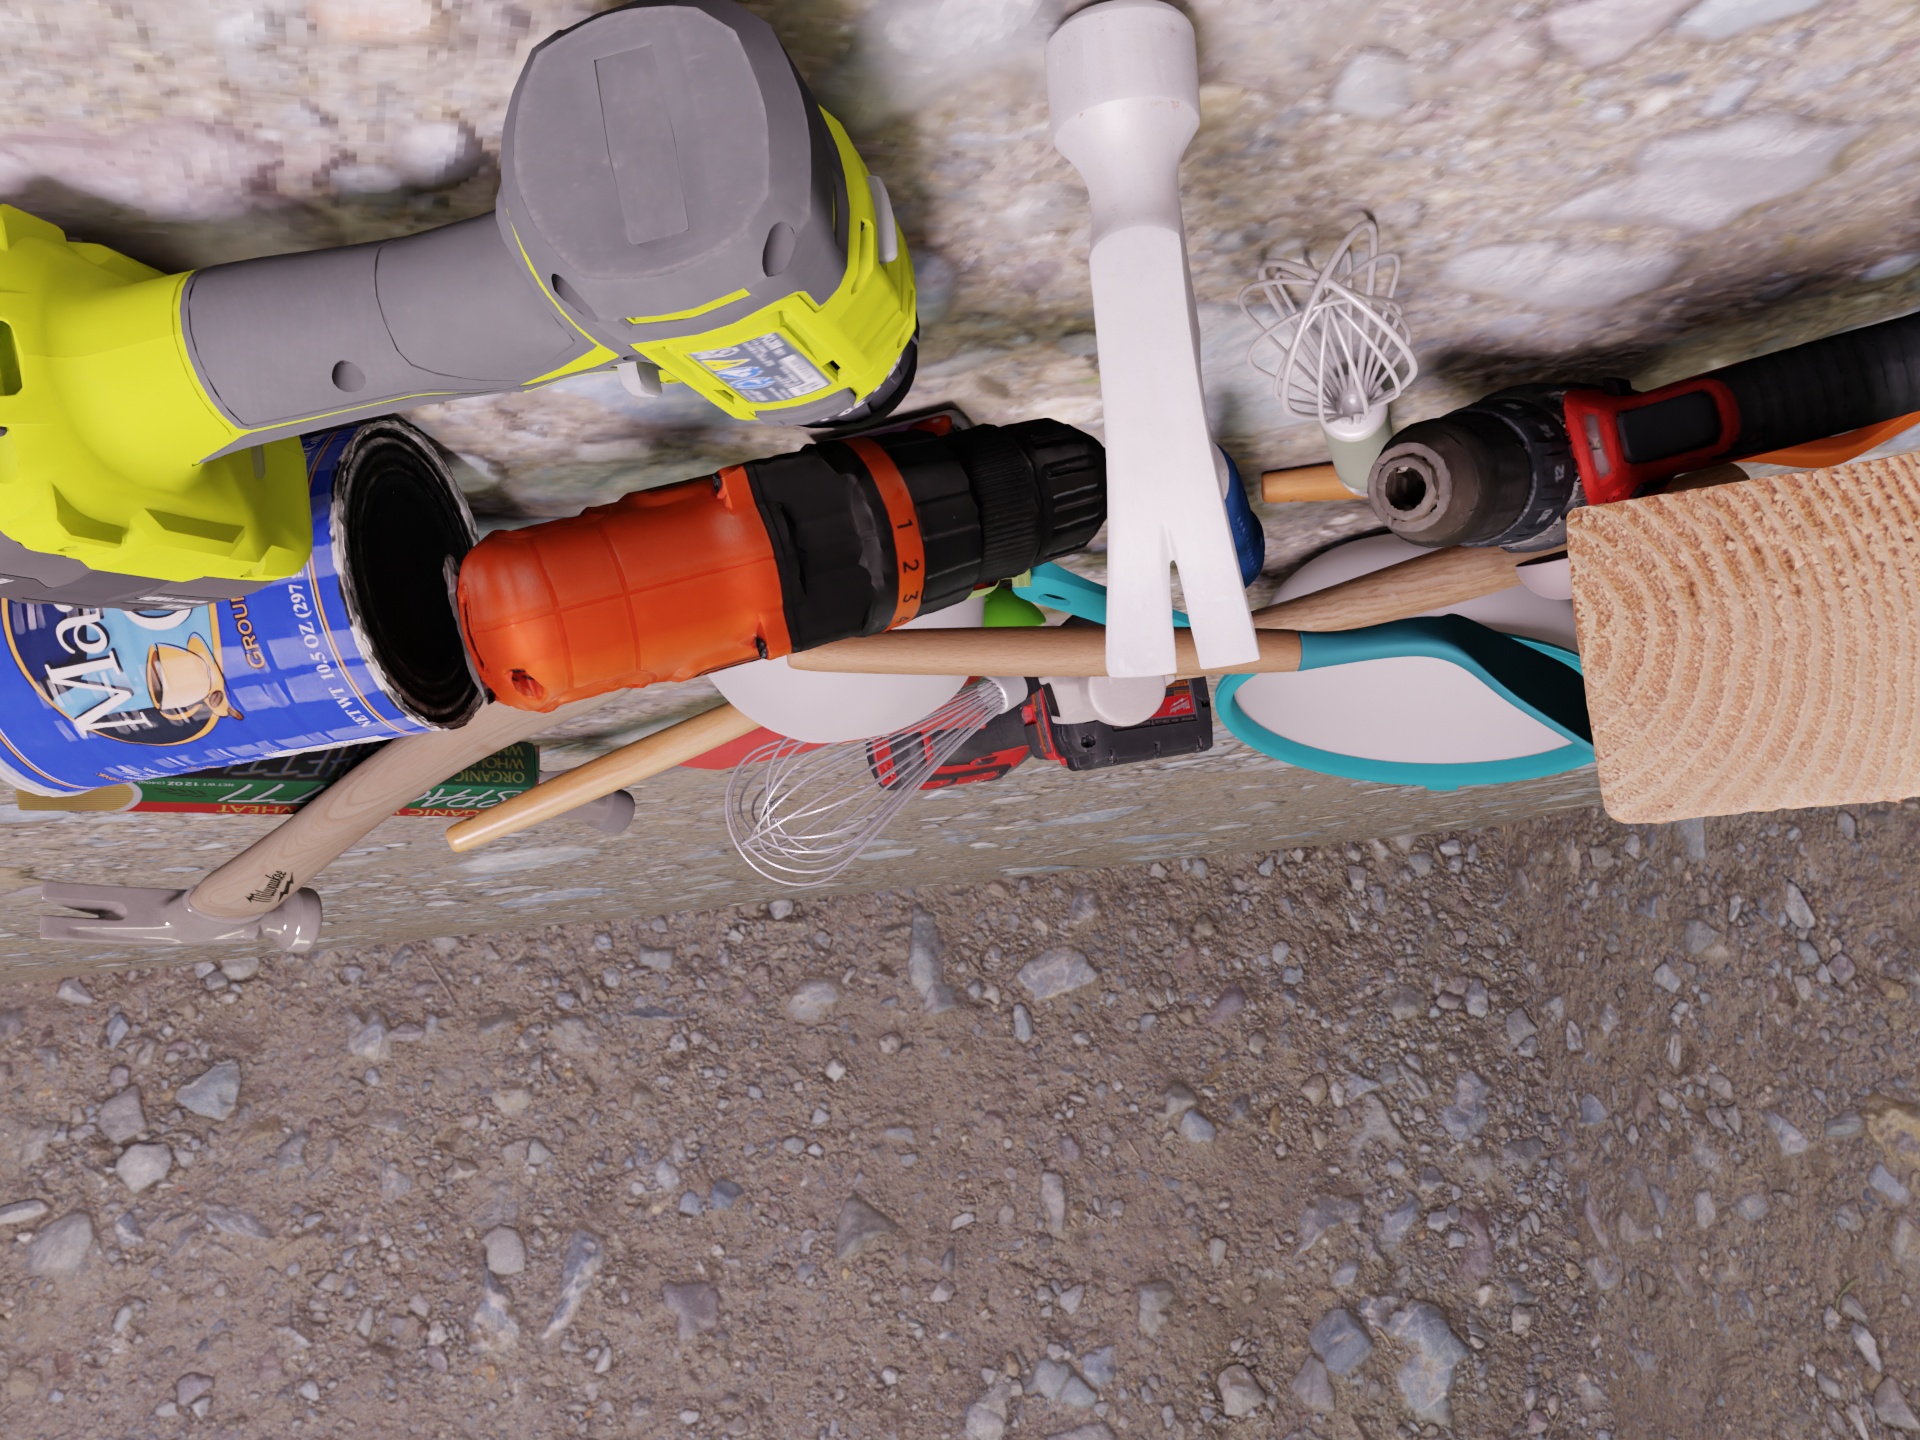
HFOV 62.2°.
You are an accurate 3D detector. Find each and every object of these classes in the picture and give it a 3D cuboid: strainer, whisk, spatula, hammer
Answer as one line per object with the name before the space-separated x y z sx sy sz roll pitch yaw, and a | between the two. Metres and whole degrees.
strainer | 0.186 -0.058 0.824 0.340 0.095 0.211 16 159 -18
whisk | 0.138 -0.114 0.561 0.058 0.059 0.246 28 -175 17
spatula | 0.291 -0.123 0.681 0.322 0.041 0.081 -5 170 6
hammer | -0.141 0.011 0.941 0.359 0.037 0.149 -12 154 33
hammer | 0.191 -0.056 0.690 0.331 0.031 0.130 -17 -176 -10
whisk | -0.001 -0.002 0.805 0.284 0.070 0.070 -31 -175 -34
spatula | 0.096 -0.015 0.581 0.317 0.082 0.044 0 124 -4
strainer | -0.098 -0.020 0.737 0.256 0.069 0.151 -8 -173 27
hammer | 0.081 -0.078 0.532 0.035 0.144 0.405 -6 177 12
hammer | -0.303 0.040 0.777 0.410 0.038 0.146 -28 154 37

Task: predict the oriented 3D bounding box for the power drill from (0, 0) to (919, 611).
power drill | -0.122 -0.089 0.395 0.228 0.080 0.190 -12 178 8

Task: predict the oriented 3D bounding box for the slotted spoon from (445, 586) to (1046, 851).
slotted spoon | -0.104 -0.004 0.790 0.314 0.031 0.070 -24 -164 -10

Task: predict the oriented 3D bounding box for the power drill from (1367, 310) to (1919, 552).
power drill | 0.262 -0.105 0.528 0.227 0.080 0.188 -13 -179 43

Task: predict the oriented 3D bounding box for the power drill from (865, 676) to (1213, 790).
power drill | 0.052 0.001 1.032 0.143 0.078 0.220 -7 175 -38

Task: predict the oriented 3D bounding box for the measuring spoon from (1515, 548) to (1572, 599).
measuring spoon | 0.257 -0.063 0.629 0.034 0.018 0.124 -9 -175 43

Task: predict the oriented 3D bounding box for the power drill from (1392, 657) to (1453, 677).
power drill | 0.344 -0.041 1.026 0.171 0.080 0.223 -7 167 2
